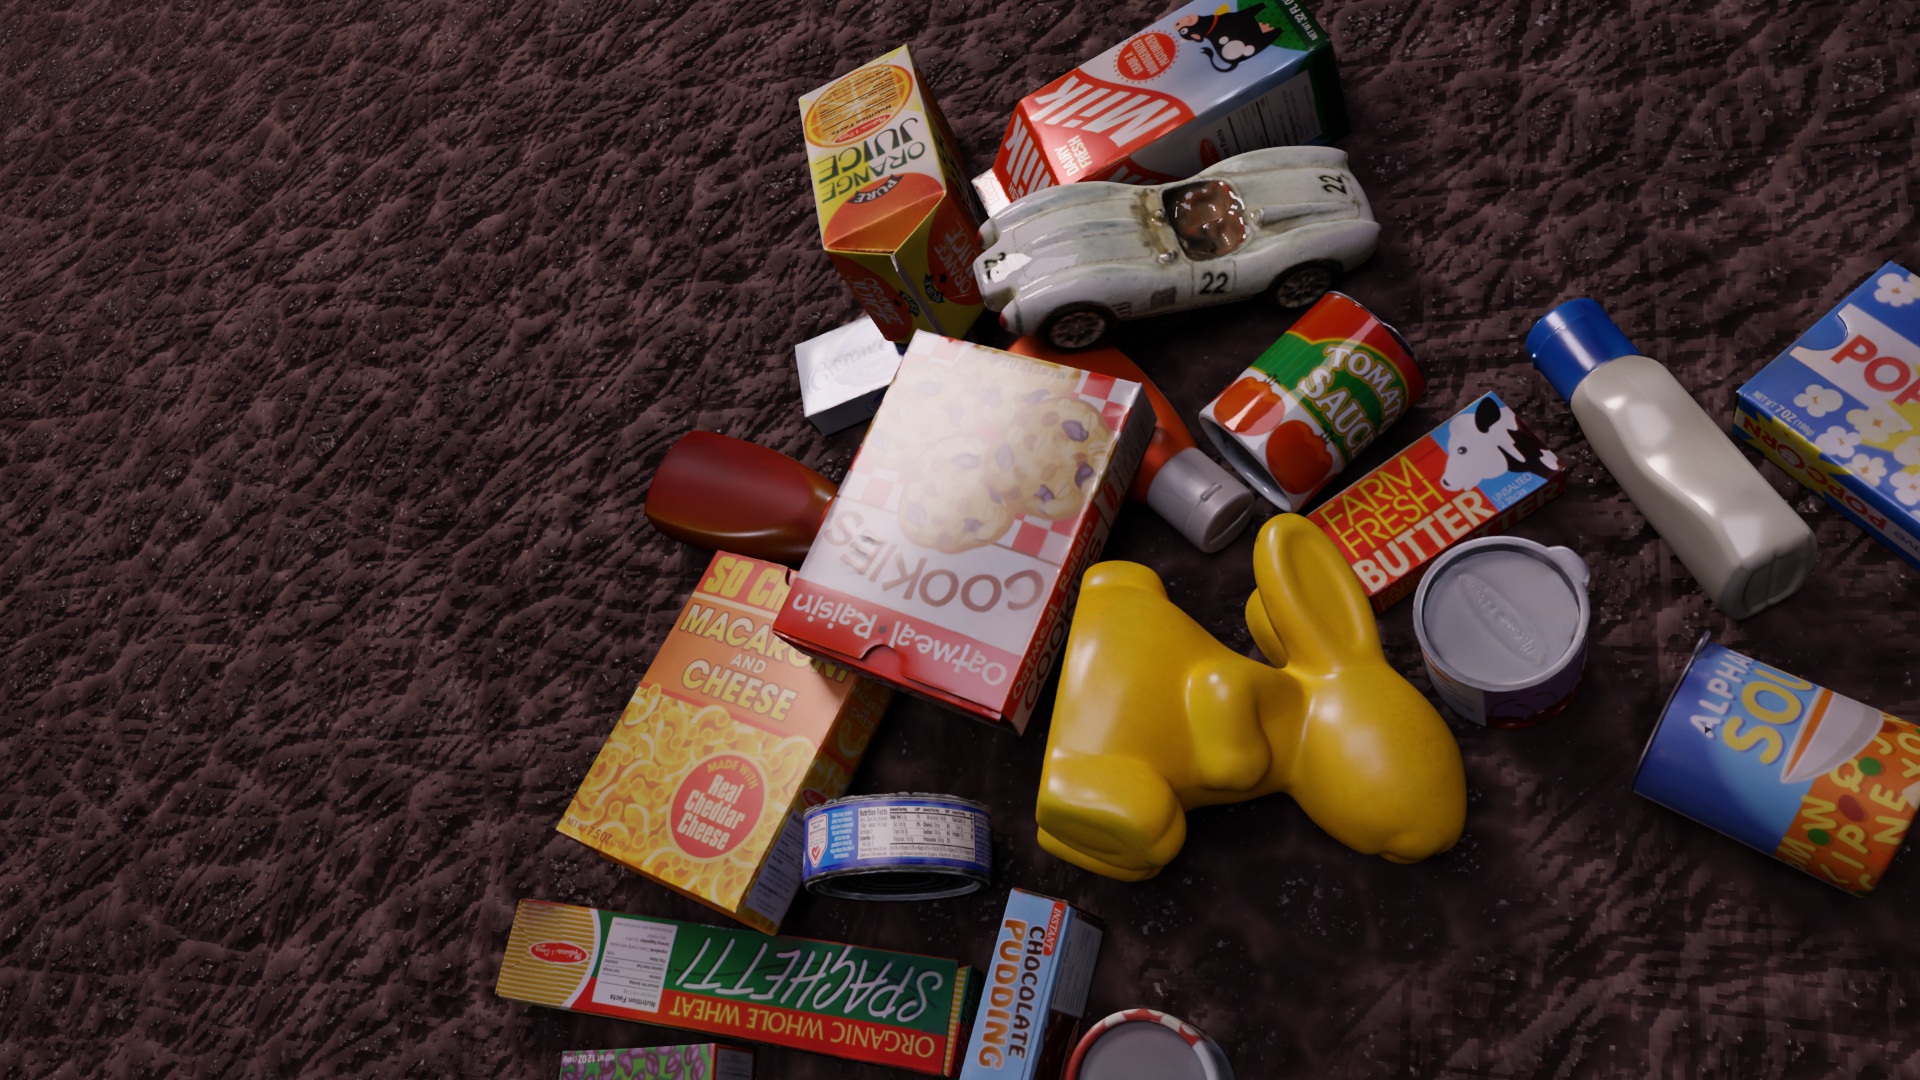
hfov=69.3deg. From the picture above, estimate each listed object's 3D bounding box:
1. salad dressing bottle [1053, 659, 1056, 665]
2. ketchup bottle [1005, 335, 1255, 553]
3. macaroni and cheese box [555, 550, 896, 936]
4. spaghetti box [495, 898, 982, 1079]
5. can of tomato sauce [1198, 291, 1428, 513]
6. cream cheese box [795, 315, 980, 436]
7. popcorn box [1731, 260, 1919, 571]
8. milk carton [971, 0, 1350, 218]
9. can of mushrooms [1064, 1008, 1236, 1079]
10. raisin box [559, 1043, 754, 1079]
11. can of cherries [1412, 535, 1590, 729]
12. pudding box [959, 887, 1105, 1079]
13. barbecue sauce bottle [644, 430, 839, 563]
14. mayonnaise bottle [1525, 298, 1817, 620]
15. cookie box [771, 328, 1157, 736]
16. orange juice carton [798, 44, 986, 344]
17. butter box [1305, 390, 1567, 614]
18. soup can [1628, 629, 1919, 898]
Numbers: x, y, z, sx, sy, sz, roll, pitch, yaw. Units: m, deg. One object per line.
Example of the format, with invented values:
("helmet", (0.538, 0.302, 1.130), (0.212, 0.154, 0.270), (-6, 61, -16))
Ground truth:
("salad dressing bottle", (0.012, -0.001, 0.694), (0.064, 0.044, 0.148), (-24, 59, 24))
("ketchup bottle", (0.081, -0.052, 0.688), (0.065, 0.043, 0.149), (-40, 57, -9))
("macaroni and cheese box", (-0.107, 0.093, 0.688), (0.124, 0.040, 0.167), (13, 66, 33))
("spaghetti box", (-0.109, 0.210, 0.657), (0.250, 0.028, 0.050), (1, 67, 24))
("can of tomato sauce", (0.163, -0.063, 0.643), (0.083, 0.071, 0.071), (-43, 58, 1))
("cream cheese box", (-0.040, -0.102, 0.776), (0.104, 0.024, 0.053), (-21, 59, 13))
("popcorn box", (0.391, -0.041, 0.553), (0.085, 0.038, 0.127), (-41, 58, 3))
("milk carton", (0.100, -0.216, 0.739), (0.190, 0.073, 0.072), (-28, 59, 10))
("can of mushrooms", (0.075, 0.227, 0.567), (0.071, 0.033, 0.071), (-9, 64, 19))
("raisin box", (-0.142, 0.295, 0.626), (0.086, 0.040, 0.124), (-10, 62, 18))
("can of cherries", (0.227, 0.038, 0.575), (0.071, 0.058, 0.072), (-10, 62, 20))
("pudding box", (0.032, 0.196, 0.591), (0.030, 0.049, 0.084), (7, 70, 28))
("barbecue sauce bottle", (-0.097, -0.016, 0.749), (0.148, 0.043, 0.065), (15, 66, 28))
("mayonnaise bottle", (0.293, -0.040, 0.583), (0.041, 0.064, 0.149), (-29, 55, 10))
("cookie box", (0.002, -0.008, 0.647), (0.123, 0.040, 0.168), (17, 74, 26))
("orange juice carton", (-0.033, -0.181, 0.760), (0.073, 0.071, 0.193), (-23, 48, 11))
("butter box", (0.213, -0.017, 0.627), (0.103, 0.024, 0.053), (-35, 57, 5))
("soup can", (0.305, 0.081, 0.514), (0.084, 0.071, 0.071), (26, 79, 30))
